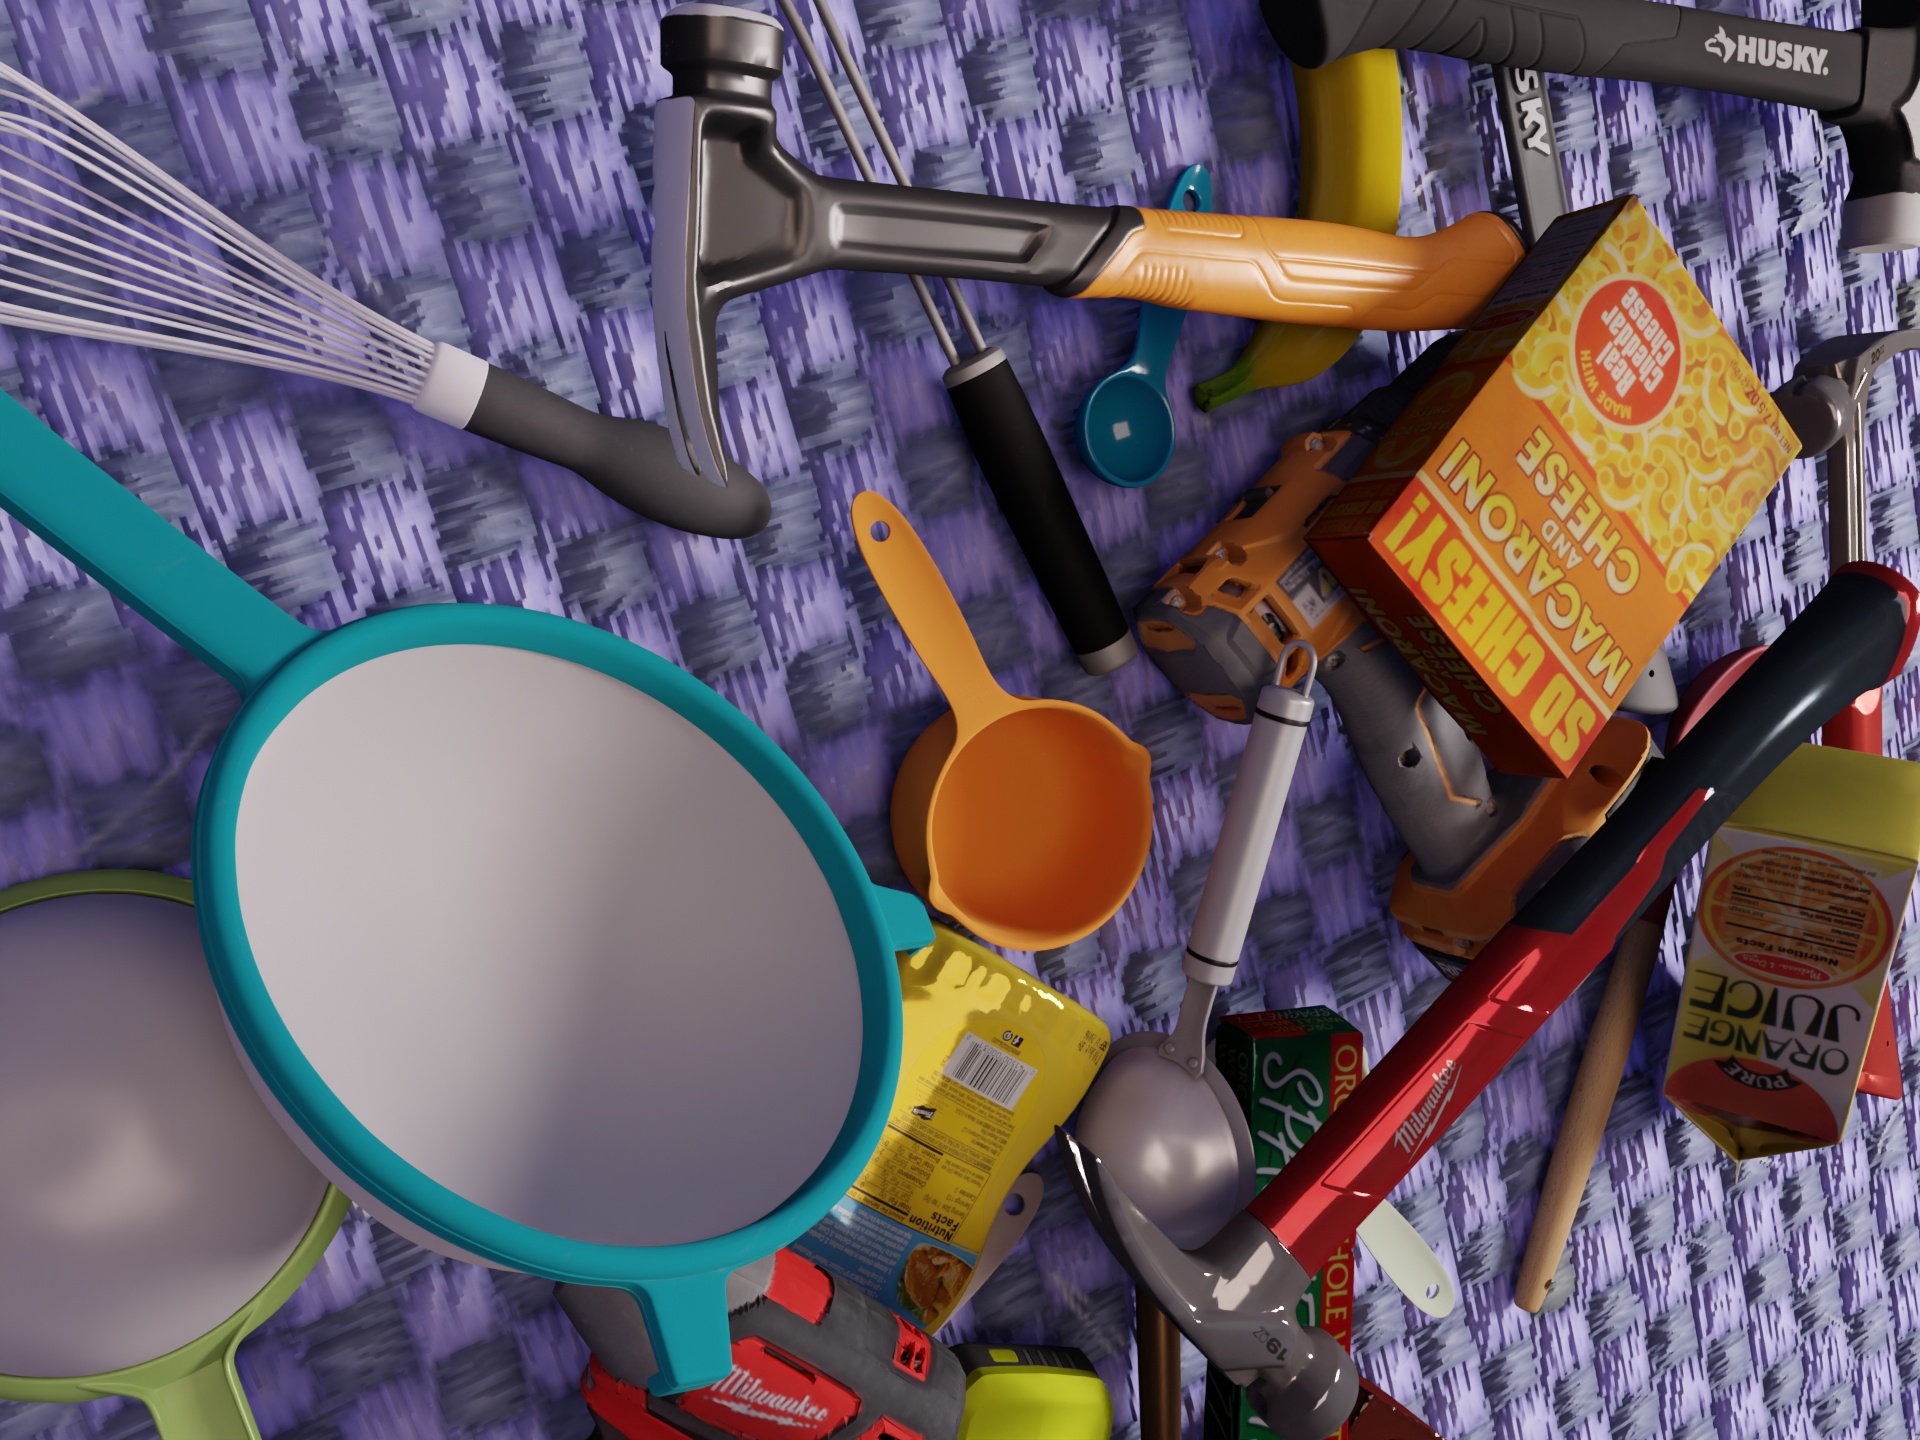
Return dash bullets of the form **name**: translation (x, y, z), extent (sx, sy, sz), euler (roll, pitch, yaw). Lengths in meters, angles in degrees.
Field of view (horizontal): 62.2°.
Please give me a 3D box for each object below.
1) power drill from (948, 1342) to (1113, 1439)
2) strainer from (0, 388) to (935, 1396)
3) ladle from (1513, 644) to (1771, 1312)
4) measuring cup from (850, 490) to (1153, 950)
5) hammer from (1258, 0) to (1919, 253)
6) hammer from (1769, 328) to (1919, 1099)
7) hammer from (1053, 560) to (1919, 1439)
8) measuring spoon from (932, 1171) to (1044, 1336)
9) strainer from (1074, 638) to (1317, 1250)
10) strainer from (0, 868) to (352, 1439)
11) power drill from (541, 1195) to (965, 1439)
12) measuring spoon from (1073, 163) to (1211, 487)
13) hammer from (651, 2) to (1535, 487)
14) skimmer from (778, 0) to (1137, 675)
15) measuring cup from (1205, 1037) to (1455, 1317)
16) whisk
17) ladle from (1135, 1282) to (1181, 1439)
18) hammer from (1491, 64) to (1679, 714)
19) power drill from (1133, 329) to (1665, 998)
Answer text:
- **power drill**: translation (0.047, 0.307, 0.521), extent (0.080, 0.223, 0.171), euler (13, 92, -24)
- **strainer**: translation (-0.175, 0.034, 0.455), extent (0.340, 0.211, 0.095), euler (40, 124, -8)
- **ladle**: translation (0.302, 0.115, 0.712), extent (0.069, 0.031, 0.315), euler (15, 93, -39)
- **measuring cup**: translation (-0.001, -0.002, 0.557), extent (0.095, 0.052, 0.173), euler (-33, 106, -17)
- **hammer**: translation (0.257, -0.265, 0.605), extent (0.334, 0.035, 0.146), euler (-3, 99, -25)
- **hammer**: translation (0.410, 0.008, 0.727), extent (0.149, 0.037, 0.359), euler (-27, 113, -42)
- **hammer**: translation (0.205, 0.067, 0.565), extent (0.386, 0.038, 0.143), euler (-43, 108, -12)
- **measuring spoon**: translation (-0.012, 0.219, 0.602), extent (0.034, 0.018, 0.124), euler (47, 71, -6)
- **strainer**: translation (0.085, 0.095, 0.571), extent (0.050, 0.087, 0.258), euler (4, 105, -42)
- **strainer**: translation (-0.223, 0.162, 0.434), extent (0.151, 0.069, 0.256), euler (-22, 85, -20)
- **power drill**: translation (-0.114, 0.254, 0.495), extent (0.143, 0.078, 0.219), euler (35, 95, -11)
- **measuring spoon**: translation (0.068, -0.146, 0.590), extent (0.042, 0.021, 0.129), euler (22, 79, -31)
- **hammer**: translation (0.063, -0.143, 0.520), extent (0.336, 0.034, 0.127), euler (-5, 108, -30)
- **skimmer**: translation (-0.020, -0.165, 0.506), extent (0.127, 0.090, 0.363), euler (-26, 108, 4)
- **measuring cup**: translation (0.151, 0.188, 0.653), extent (0.083, 0.038, 0.167), euler (-45, 113, -12)
- **whisk**: translation (-0.181, -0.112, 0.466), extent (0.284, 0.070, 0.070), euler (20, 89, -28)
- **ladle**: translation (0.083, 0.290, 0.627), extent (0.078, 0.062, 0.320), euler (-3, 95, -9)
- **hammer**: translation (0.242, -0.193, 0.645), extent (0.149, 0.036, 0.408), euler (-22, 105, -20)
- **power drill**: translation (0.197, -0.023, 0.625), extent (0.185, 0.084, 0.226), euler (-46, 106, -13)
